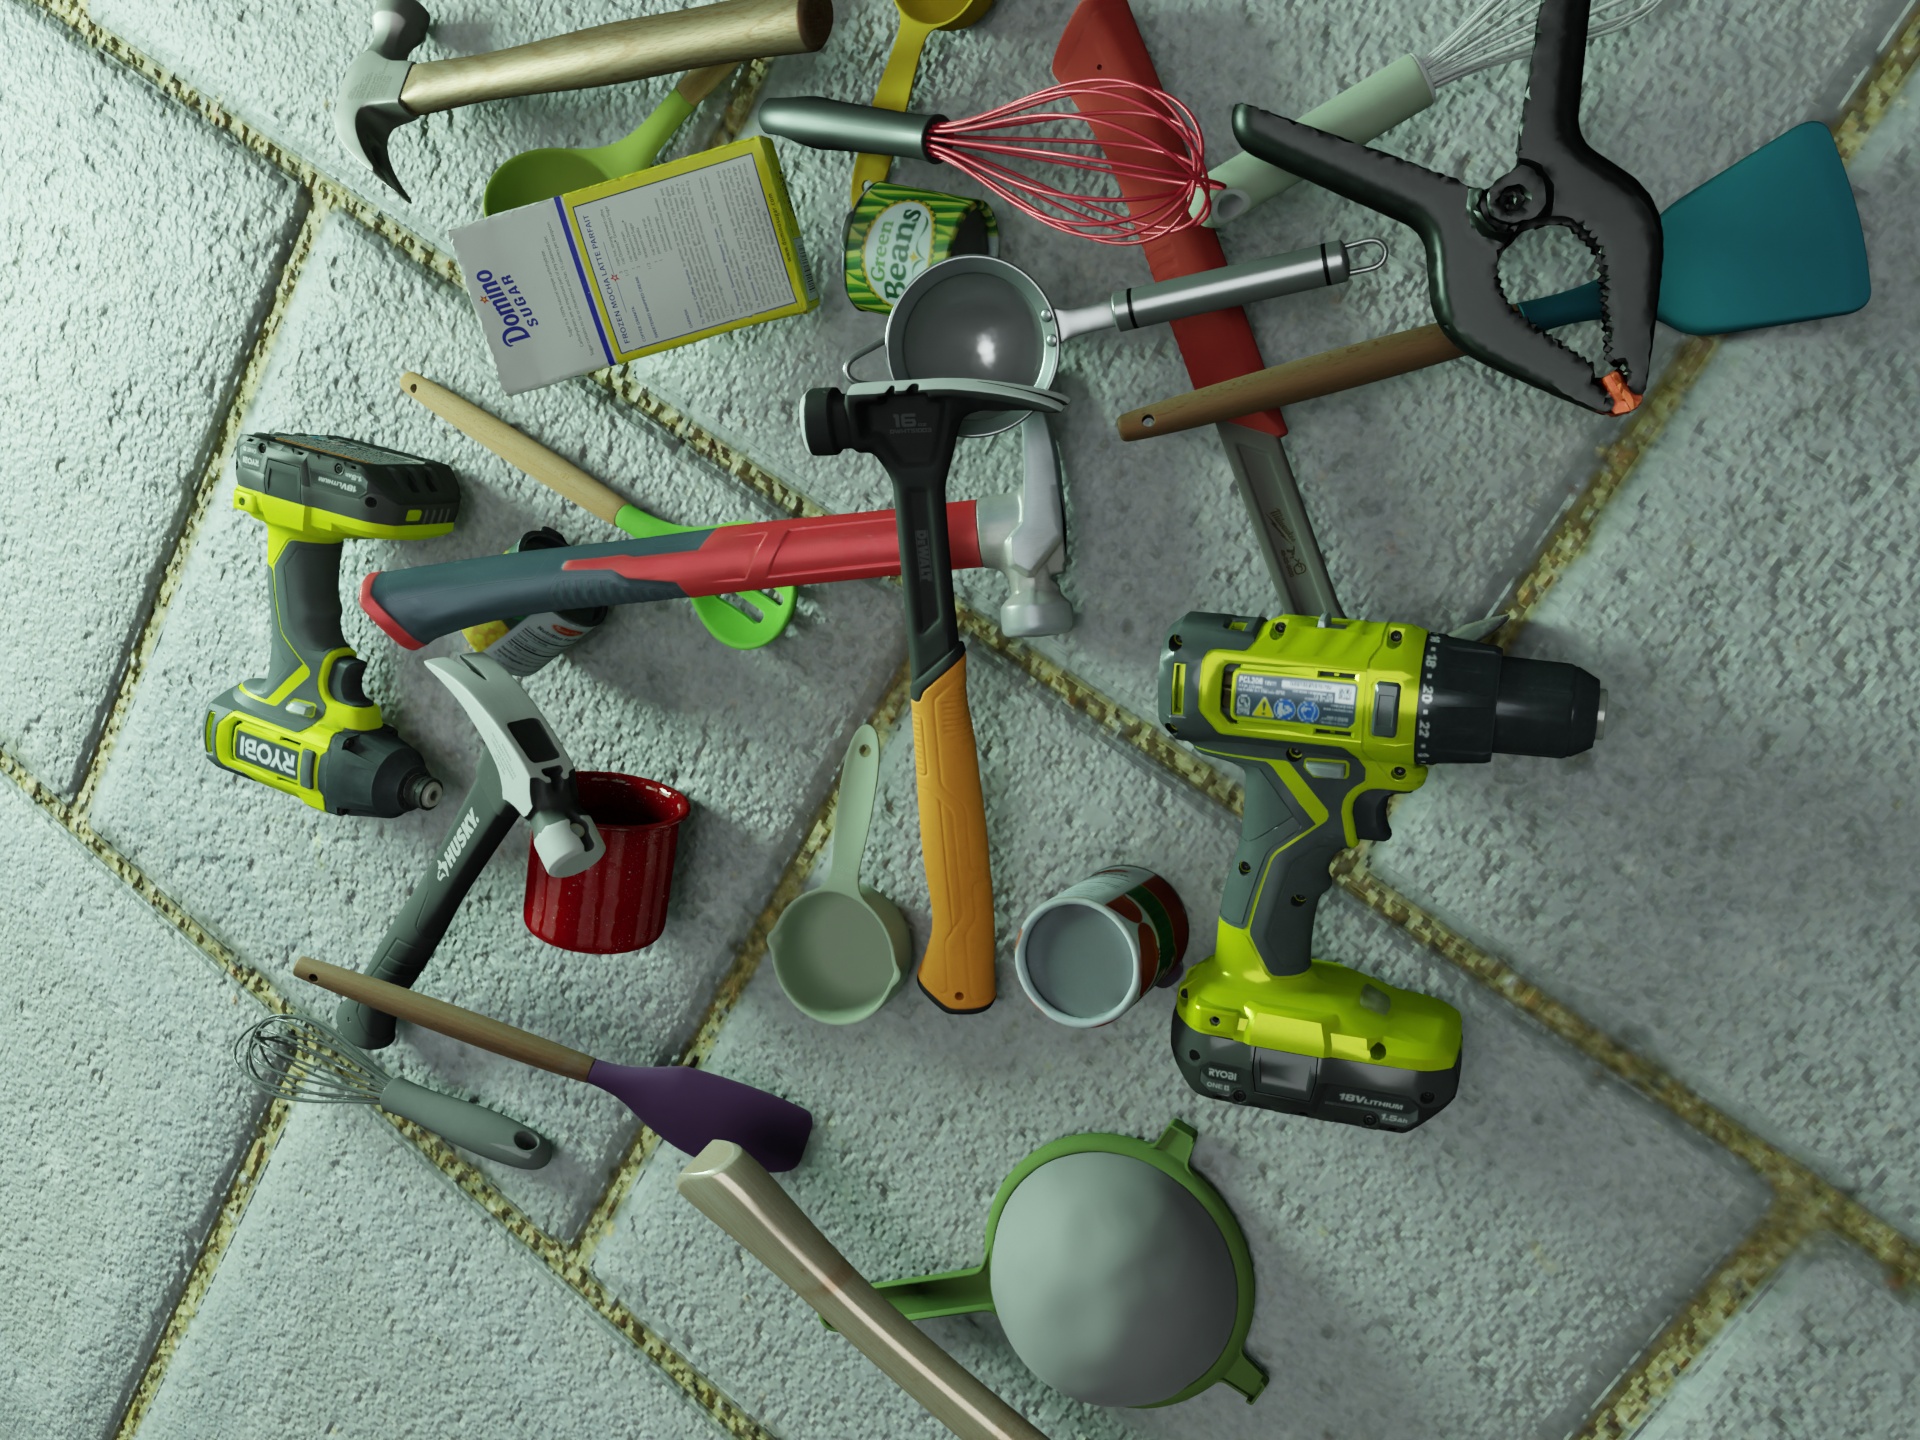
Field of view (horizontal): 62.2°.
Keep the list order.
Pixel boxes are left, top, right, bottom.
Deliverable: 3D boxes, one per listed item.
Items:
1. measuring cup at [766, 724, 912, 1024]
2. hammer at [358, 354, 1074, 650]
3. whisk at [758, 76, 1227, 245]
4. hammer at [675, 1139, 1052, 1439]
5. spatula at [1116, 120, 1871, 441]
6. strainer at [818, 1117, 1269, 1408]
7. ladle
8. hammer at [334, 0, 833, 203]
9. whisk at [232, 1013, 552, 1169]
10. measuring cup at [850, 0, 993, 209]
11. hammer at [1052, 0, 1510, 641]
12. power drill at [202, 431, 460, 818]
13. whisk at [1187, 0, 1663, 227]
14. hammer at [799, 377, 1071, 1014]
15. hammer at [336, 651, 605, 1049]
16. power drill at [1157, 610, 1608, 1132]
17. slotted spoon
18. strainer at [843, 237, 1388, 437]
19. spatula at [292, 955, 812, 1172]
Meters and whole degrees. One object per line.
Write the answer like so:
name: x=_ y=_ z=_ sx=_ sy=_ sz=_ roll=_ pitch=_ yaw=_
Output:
measuring cup: x=-0.056 y=0.083 z=0.878 sx=0.083 sy=0.038 sz=0.167 roll=12 pitch=98 yaw=22
hammer: x=-0.137 y=-0.099 z=0.847 sx=0.386 sy=0.038 sz=0.143 roll=-5 pitch=92 yaw=10
whisk: x=0.003 y=-0.280 z=0.769 sx=0.296 sy=0.073 sz=0.073 roll=24 pitch=105 yaw=37
hammer: x=0.009 y=0.373 z=0.838 sx=0.411 sy=0.038 sz=0.146 roll=37 pitch=134 yaw=12
spatula: x=0.224 y=-0.174 z=0.706 sx=0.317 sy=0.044 sz=0.082 roll=-15 pitch=91 yaw=9
strainer: x=0.026 y=0.311 z=0.848 sx=0.256 sy=0.069 sz=0.151 roll=-16 pitch=89 yaw=22
ladle: x=-0.135 y=-0.358 z=0.855 sx=0.320 sy=0.062 sz=0.078 roll=-38 pitch=85 yaw=19
hammer: x=-0.214 y=-0.353 z=0.857 sx=0.331 sy=0.031 sz=0.130 roll=4 pitch=74 yaw=29
whisk: x=-0.366 y=0.242 z=1.022 sx=0.239 sy=0.055 sz=0.055 roll=16 pitch=101 yaw=17
measuring cup: x=-0.023 y=-0.340 z=0.830 sx=0.062 sy=0.029 sz=0.156 roll=34 pitch=119 yaw=21
hammer: x=0.134 y=-0.182 z=0.769 sx=0.149 sy=0.036 sz=0.359 roll=-20 pitch=88 yaw=23
power drill: x=-0.382 y=-0.055 z=0.983 sx=0.171 sy=0.080 sz=0.223 roll=16 pitch=105 yaw=22
whisk: x=0.212 y=-0.290 z=0.706 sx=0.246 sy=0.057 sz=0.059 roll=-27 pitch=48 yaw=15
hammer: x=-0.001 y=-0.003 z=0.805 sx=0.127 sy=0.034 sz=0.336 roll=0 pitch=110 yaw=12
hammer: x=-0.309 y=0.100 z=0.932 sx=0.334 sy=0.035 sz=0.146 roll=-48 pitch=66 yaw=40
power drill: x=0.185 y=0.065 z=0.734 sx=0.190 sy=0.080 sz=0.228 roll=7 pitch=106 yaw=19
slotted spoon: x=-0.214 y=-0.133 z=0.928 sx=0.314 sy=0.031 sz=0.070 roll=31 pitch=106 yaw=19
strainer: x=0.071 y=-0.191 z=0.754 sx=0.258 sy=0.050 sz=0.087 roll=-8 pitch=99 yaw=18
spatula: x=-0.240 y=0.198 z=0.929 sx=0.316 sy=0.018 sz=0.059 roll=20 pitch=109 yaw=0
